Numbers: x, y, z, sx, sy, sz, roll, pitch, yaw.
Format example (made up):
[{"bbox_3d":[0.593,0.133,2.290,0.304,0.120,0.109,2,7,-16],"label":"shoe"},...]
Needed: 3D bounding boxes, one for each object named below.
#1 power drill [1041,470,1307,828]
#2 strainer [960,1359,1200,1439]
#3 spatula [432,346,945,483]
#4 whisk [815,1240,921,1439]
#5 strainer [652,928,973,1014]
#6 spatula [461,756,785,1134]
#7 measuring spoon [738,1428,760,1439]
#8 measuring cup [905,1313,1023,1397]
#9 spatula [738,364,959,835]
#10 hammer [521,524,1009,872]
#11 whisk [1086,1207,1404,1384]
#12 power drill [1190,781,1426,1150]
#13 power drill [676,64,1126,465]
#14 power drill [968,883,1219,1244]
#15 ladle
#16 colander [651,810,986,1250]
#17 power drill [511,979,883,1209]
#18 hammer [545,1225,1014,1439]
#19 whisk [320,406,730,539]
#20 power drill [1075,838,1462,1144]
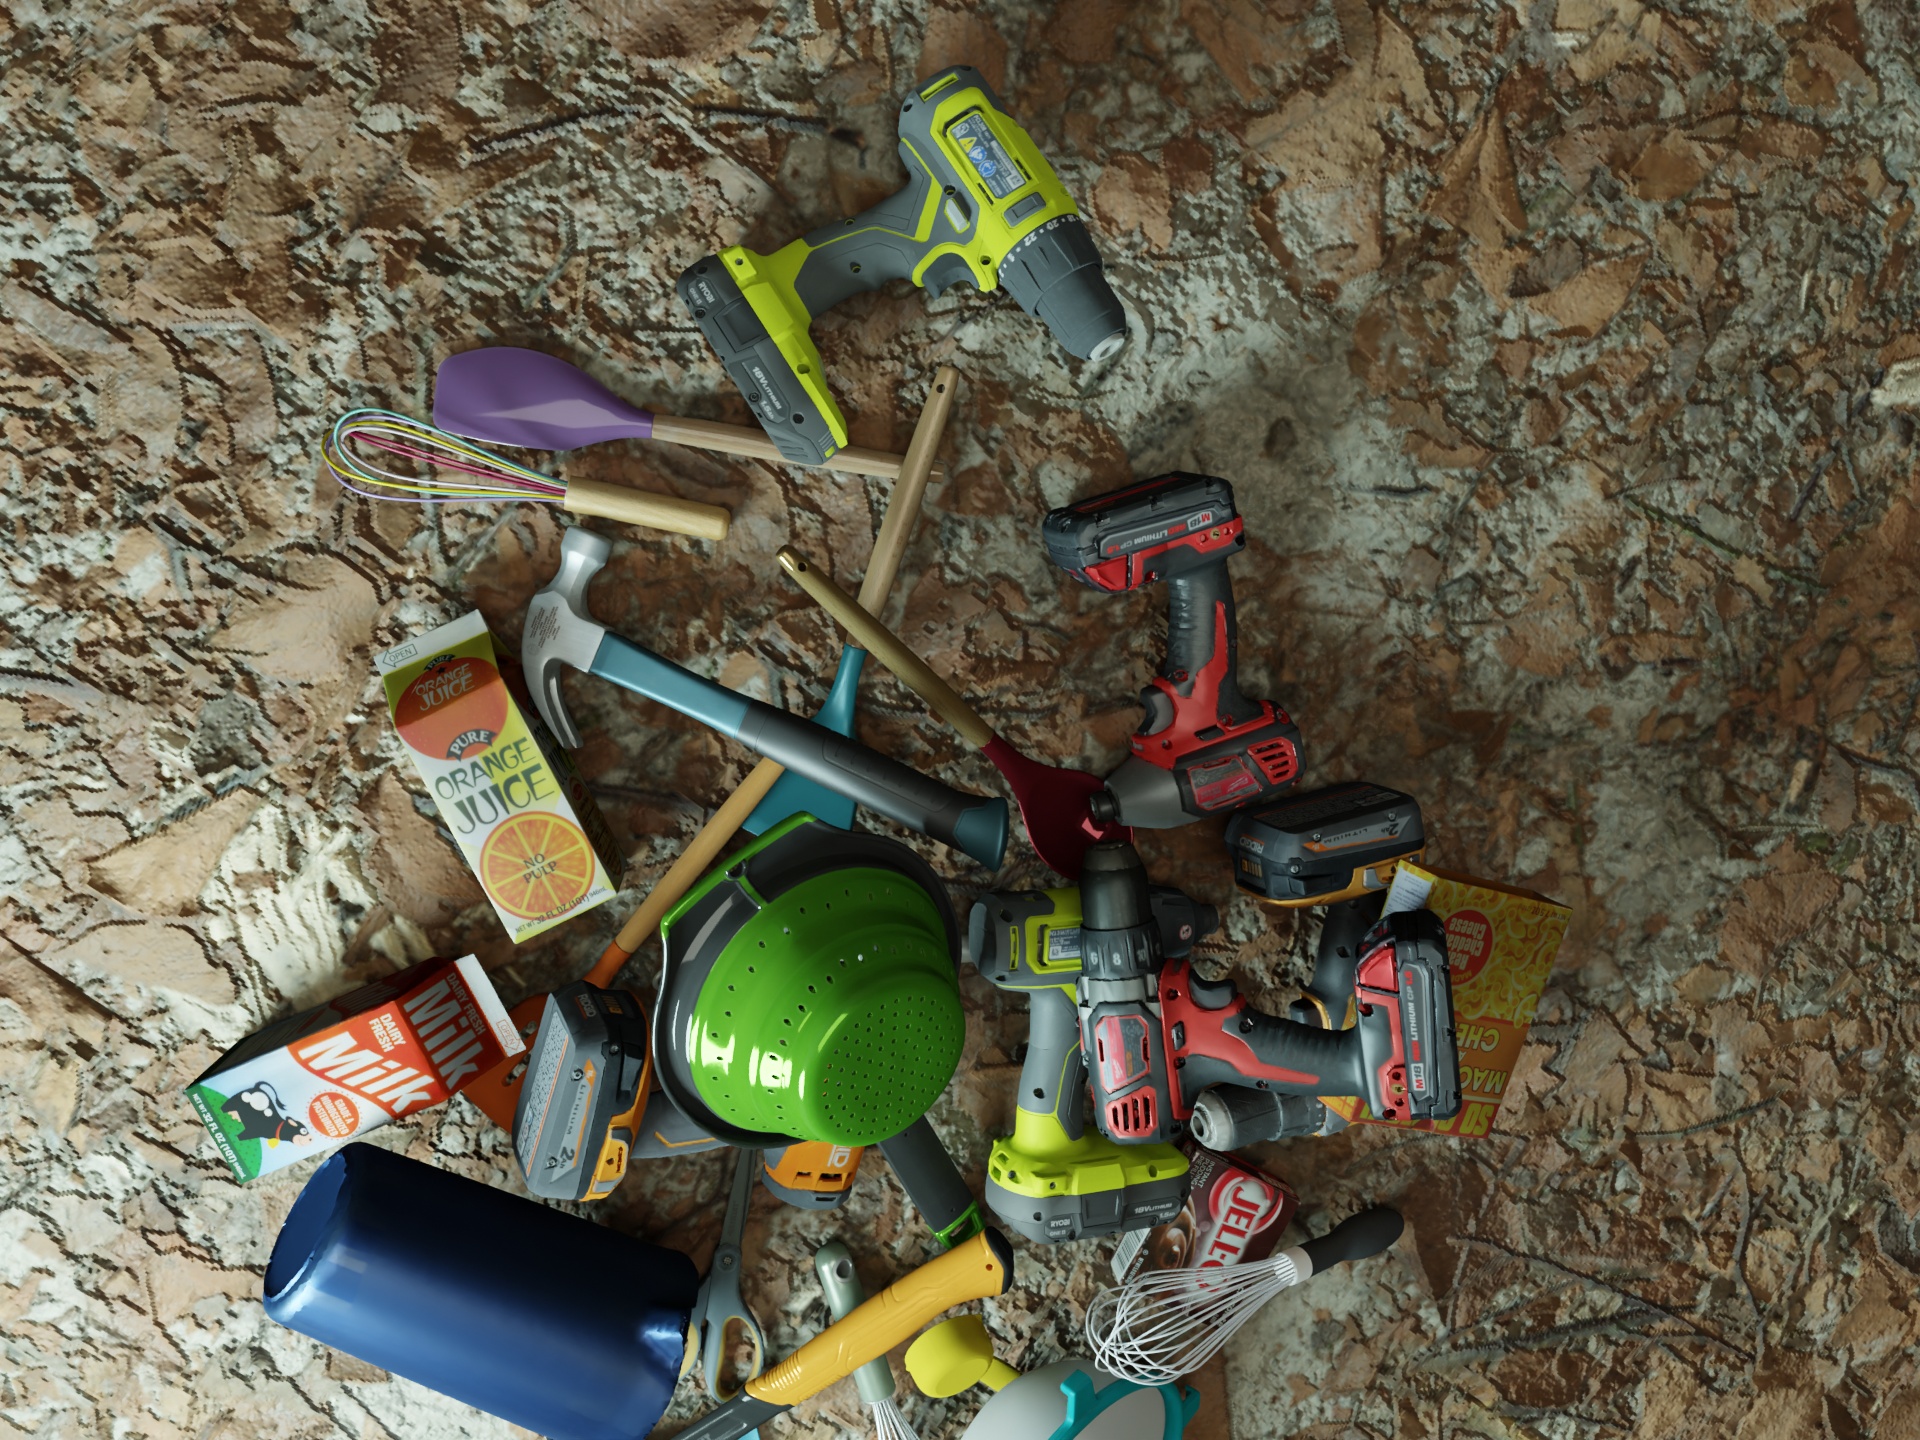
[{"bbox_3d":[0.131,-0.038,1.021,0.143,0.079,0.219,-19,105,-9],"label":"power drill"},{"bbox_3d":[0.019,0.569,1.073,0.210,0.095,0.340,36,83,-51],"label":"strainer"},{"bbox_3d":[-0.165,-0.181,0.989,0.316,0.018,0.060,9,96,-8],"label":"spatula"},{"bbox_3d":[-0.054,0.475,1.107,0.058,0.059,0.246,-24,100,-40],"label":"whisk"},{"bbox_3d":[-0.073,0.153,1.049,0.258,0.050,0.086,0,120,-13],"label":"strainer"},{"bbox_3d":[-0.203,0.128,1.014,0.081,0.041,0.322,41,100,6],"label":"spatula"},{"bbox_3d":[-0.145,0.543,1.123,0.042,0.021,0.128,-9,92,-5],"label":"measuring spoon"},{"bbox_3d":[0.016,0.444,1.075,0.062,0.029,0.156,-37,136,2],"label":"measuring cup"},{"bbox_3d":[-0.058,-0.069,1.000,0.082,0.044,0.317,21,102,10],"label":"spatula"},{"bbox_3d":[-0.118,0.004,0.973,0.331,0.033,0.128,25,94,7],"label":"hammer"},{"bbox_3d":[0.200,0.375,1.067,0.284,0.070,0.070,-8,102,-35],"label":"whisk"},{"bbox_3d":[0.228,0.170,1.052,0.185,0.084,0.226,-12,104,-22],"label":"power drill"},{"bbox_3d":[-0.032,-0.253,0.943,0.228,0.080,0.190,-33,82,0],"label":"power drill"},{"bbox_3d":[0.092,0.220,1.057,0.171,0.080,0.223,-2,98,-22],"label":"power drill"},{"bbox_3d":[-0.002,-0.003,1.004,0.315,0.031,0.069,43,74,-25],"label":"ladle"},{"bbox_3d":[-0.038,0.233,0.962,0.204,0.095,0.396,-38,130,-17],"label":"colander"},{"bbox_3d":[-0.149,0.224,1.000,0.226,0.084,0.164,11,105,-31],"label":"power drill"},{"bbox_3d":[-0.114,0.434,1.066,0.337,0.034,0.127,-33,95,4],"label":"hammer"},{"bbox_3d":[-0.262,-0.148,0.973,0.245,0.047,0.051,10,110,-13],"label":"whisk"},{"bbox_3d":[0.179,0.159,0.965,0.227,0.080,0.188,-6,95,16],"label":"power drill"}]
